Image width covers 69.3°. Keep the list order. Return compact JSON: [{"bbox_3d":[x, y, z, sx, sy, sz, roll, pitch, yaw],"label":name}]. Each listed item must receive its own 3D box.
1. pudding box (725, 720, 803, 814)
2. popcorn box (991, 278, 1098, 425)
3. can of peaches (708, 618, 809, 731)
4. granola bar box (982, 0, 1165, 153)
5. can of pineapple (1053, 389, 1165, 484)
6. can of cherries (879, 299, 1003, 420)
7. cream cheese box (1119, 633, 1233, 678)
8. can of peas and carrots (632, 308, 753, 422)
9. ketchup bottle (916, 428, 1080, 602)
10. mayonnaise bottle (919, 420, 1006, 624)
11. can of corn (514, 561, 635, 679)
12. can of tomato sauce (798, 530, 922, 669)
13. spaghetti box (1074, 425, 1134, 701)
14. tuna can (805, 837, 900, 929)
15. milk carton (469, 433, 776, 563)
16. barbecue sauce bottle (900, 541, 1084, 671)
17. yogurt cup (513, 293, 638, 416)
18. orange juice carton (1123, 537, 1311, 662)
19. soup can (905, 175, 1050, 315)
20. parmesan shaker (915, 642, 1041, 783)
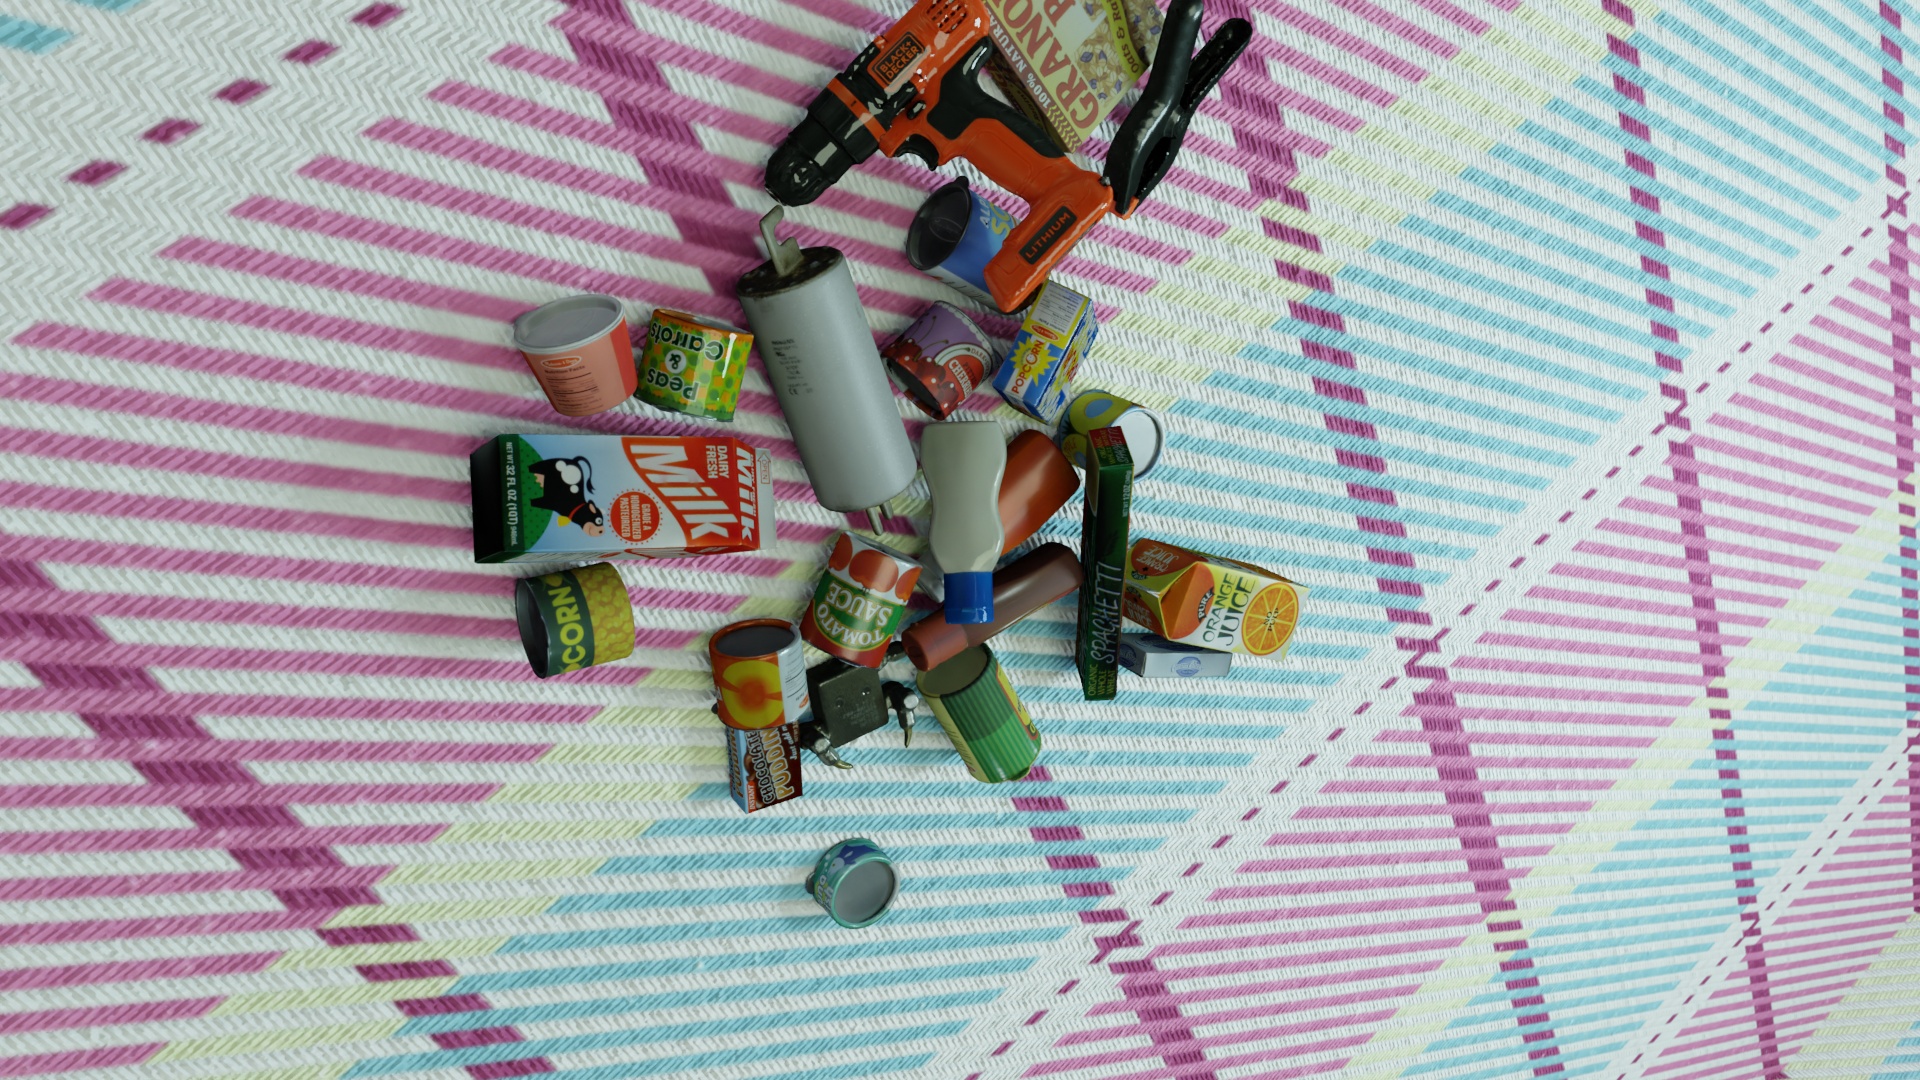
[{"bbox_3d":[-0.146,0.155,1.030,0.050,0.030,0.083,-12,114,-29],"label":"pudding box"},{"bbox_3d":[0.064,-0.134,1.012,0.085,0.038,0.127,-64,172,2],"label":"popcorn box"},{"bbox_3d":[-0.145,0.094,0.987,0.071,0.071,0.057,-16,116,-28],"label":"can of peaches"},{"bbox_3d":[0.063,-0.374,0.968,0.124,0.039,0.165,-50,127,-9],"label":"granola bar box"},{"bbox_3d":[0.119,-0.081,1.104,0.071,0.058,0.070,-13,114,-30],"label":"can of pineapple"},{"bbox_3d":[-0.013,-0.127,0.989,0.058,0.071,0.071,-45,126,-12],"label":"can of cherries"},{"bbox_3d":[0.182,0.100,1.216,0.104,0.053,0.024,3,104,-35],"label":"cream cheese box"},{"bbox_3d":[-0.172,-0.112,0.889,0.071,0.071,0.058,9,102,-36],"label":"can of peas and carrots"},{"bbox_3d":[0.023,-0.016,1.072,0.149,0.043,0.064,-45,117,-12],"label":"ketchup bottle"},{"bbox_3d":[0.004,-0.013,1.024,0.065,0.041,0.148,-2,87,1],"label":"mayonnaise bottle"},{"bbox_3d":[-0.248,0.051,0.897,0.058,0.071,0.071,-13,114,-31],"label":"can of corn"},{"bbox_3d":[-0.073,0.043,1.013,0.071,0.071,0.083,22,94,-37],"label":"can of tomato sauce"},{"bbox_3d":[0.113,0.025,1.103,0.029,0.050,0.248,-4,129,-4],"label":"spaghetti box"},{"bbox_3d":[-0.085,0.276,1.115,0.071,0.033,0.070,-13,114,-30],"label":"tuna can"},{"bbox_3d":[-0.205,-0.026,0.884,0.191,0.073,0.072,-1,83,-33],"label":"milk carton"},{"bbox_3d":[0.023,0.051,1.081,0.149,0.064,0.043,-29,98,-25],"label":"barbecue sauce bottle"},{"bbox_3d":[-0.232,-0.112,0.853,0.072,0.072,0.053,-29,129,-22],"label":"yogurt cup"},{"bbox_3d":[0.206,0.049,1.202,0.193,0.072,0.073,13,99,-37],"label":"orange juice carton"},{"bbox_3d":[0.016,-0.207,0.981,0.084,0.071,0.071,22,95,-38],"label":"soup can"},{"bbox_3d":[0.017,0.137,1.107,0.071,0.071,0.102,-39,125,-16],"label":"parmesan shaker"}]
